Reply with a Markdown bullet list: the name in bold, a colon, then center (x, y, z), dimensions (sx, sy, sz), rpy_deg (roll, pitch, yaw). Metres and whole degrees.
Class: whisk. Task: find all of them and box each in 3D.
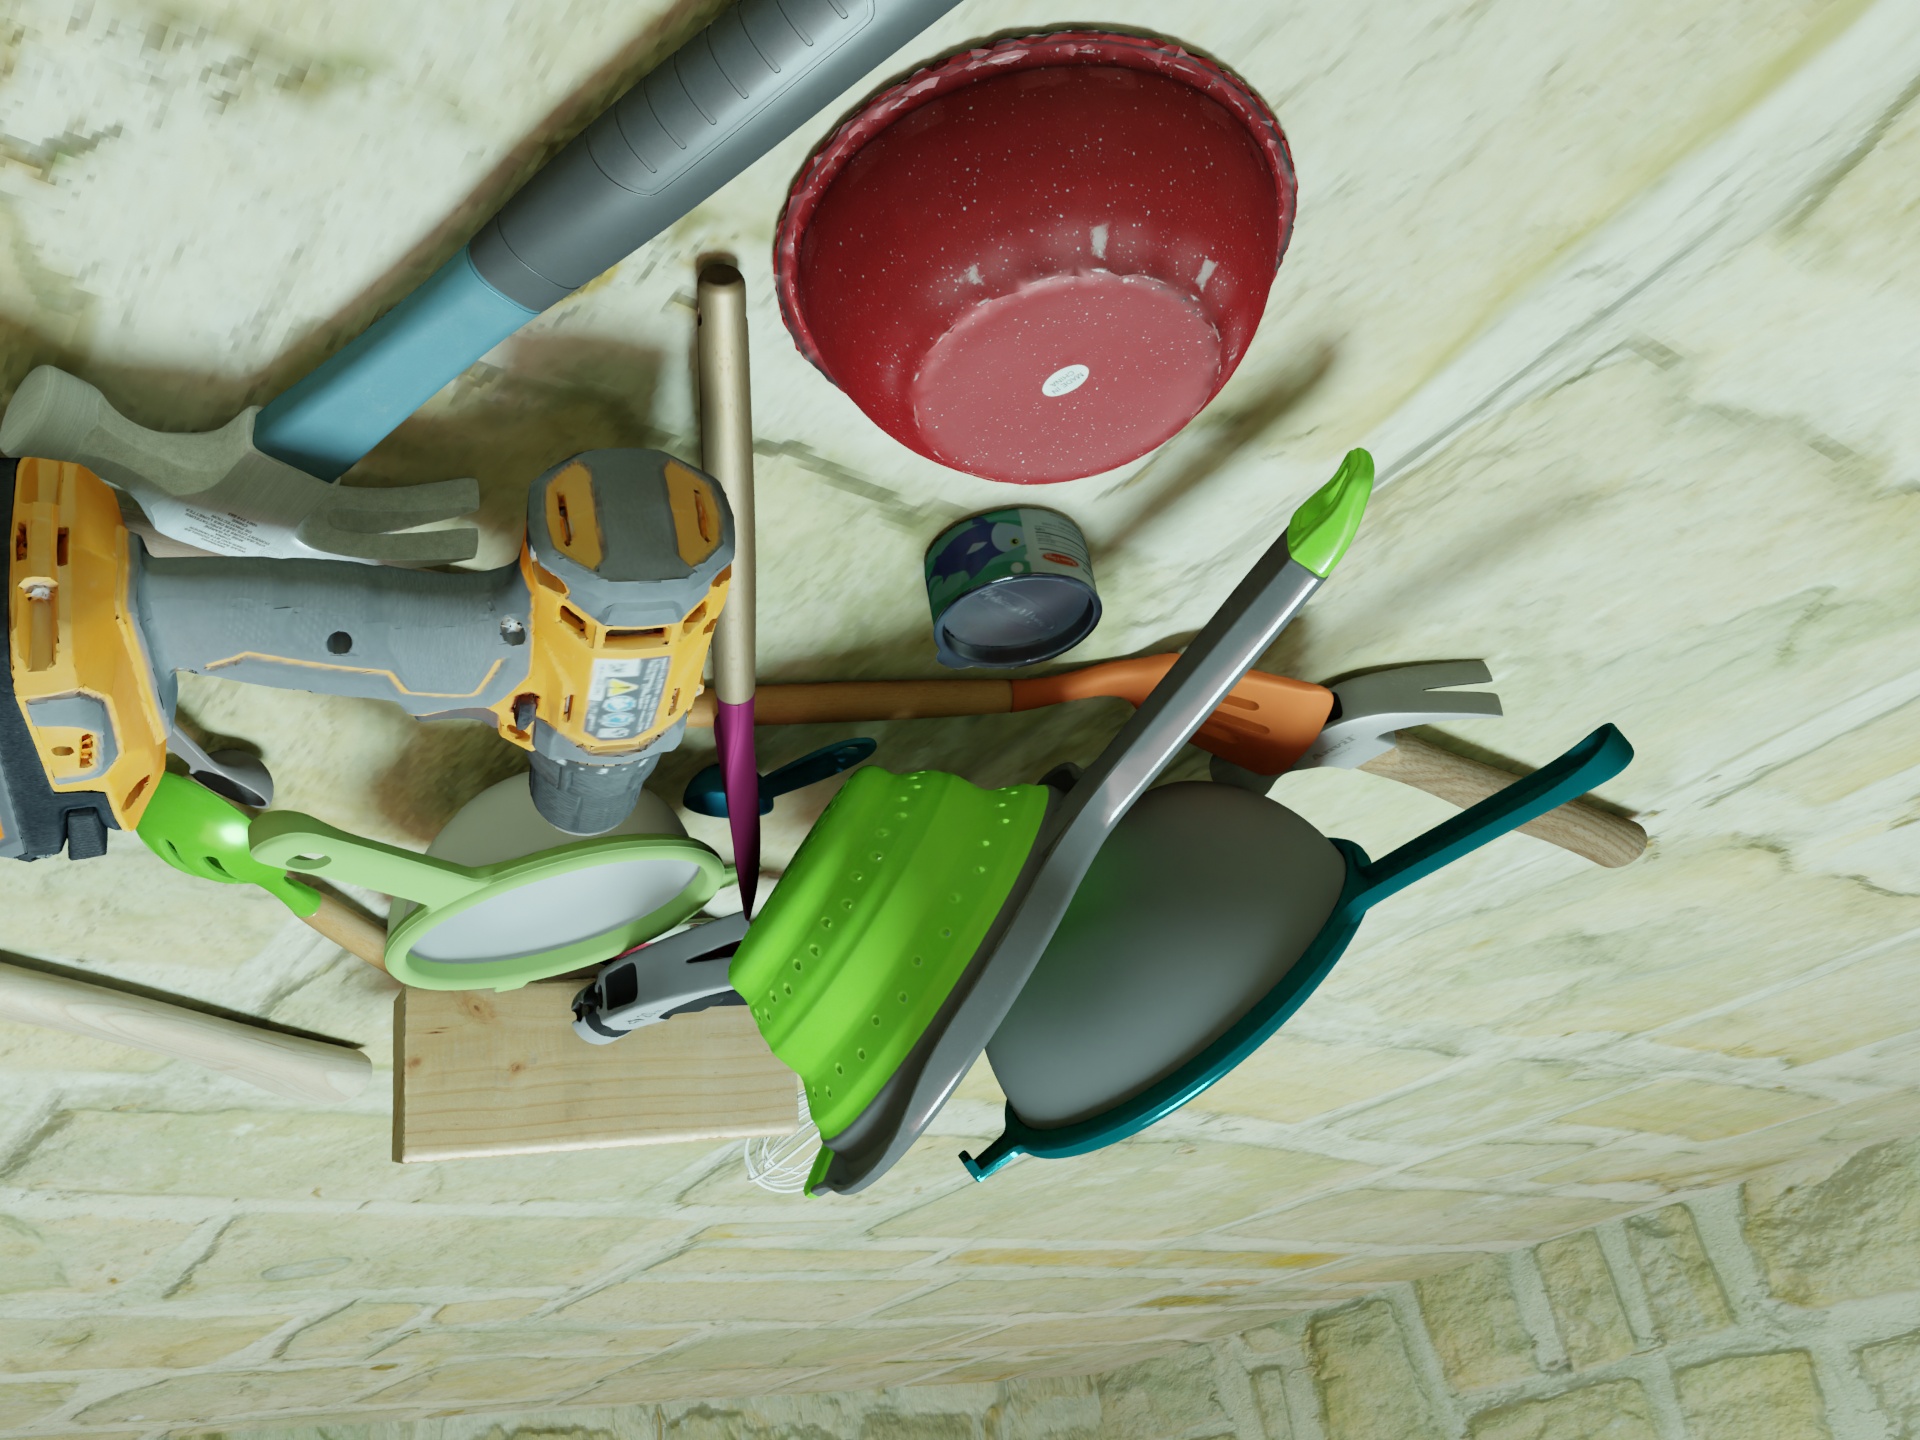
- **whisk**: center (-0.037, 0.214, 0.999), dimensions (0.246, 0.058, 0.059), rpy_deg (-38, -179, 4)

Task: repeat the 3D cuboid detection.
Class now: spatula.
- **spatula**: center (-0.001, -0.002, 0.694), dimensions (0.322, 0.041, 0.081), rpy_deg (-2, 151, -11)

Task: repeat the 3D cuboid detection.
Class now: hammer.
- **hammer**: center (-0.025, 0.139, 0.856), dimensions (0.334, 0.035, 0.146), rpy_deg (5, 156, -34)
- **hammer**: center (0.286, 0.037, 0.862), dimensions (0.331, 0.031, 0.130), rpy_deg (17, 142, -40)
- **hammer**: center (-0.116, -0.130, 0.436), dimensions (0.331, 0.033, 0.128), rpy_deg (-27, 146, 28)
- **hammer**: center (-0.465, 0.144, 0.824), dimensions (0.146, 0.038, 0.410), rpy_deg (-23, 149, 20)

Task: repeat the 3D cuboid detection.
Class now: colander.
- **colander**: center (0.008, 0.031, 0.629), dimensions (0.094, 0.205, 0.397), rpy_deg (33, 123, -4)

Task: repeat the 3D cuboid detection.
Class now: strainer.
- **strainer**: center (-0.205, 0.050, 0.670), dimensions (0.151, 0.069, 0.256), rpy_deg (-26, 158, 12)
- **strainer**: center (0.119, 0.064, 0.699), dimensions (0.095, 0.211, 0.340), rpy_deg (49, 126, -5)

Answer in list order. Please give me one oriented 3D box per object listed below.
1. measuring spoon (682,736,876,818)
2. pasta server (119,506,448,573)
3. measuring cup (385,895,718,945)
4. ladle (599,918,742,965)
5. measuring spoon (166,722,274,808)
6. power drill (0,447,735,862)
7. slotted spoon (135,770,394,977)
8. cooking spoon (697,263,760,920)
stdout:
- **measuring spoon**: center (-0.079, 0.019, 0.708), dimensions (0.042, 0.021, 0.128), rpy_deg (17, 153, -38)
- **pasta server**: center (-0.278, -0.059, 0.510), dimensions (0.316, 0.040, 0.060), rpy_deg (10, 107, -35)
- **measuring cup**: center (-0.208, 0.098, 0.819), dimensions (0.167, 0.038, 0.083), rpy_deg (-3, 151, -16)
- **ladle**: center (-0.088, 0.140, 0.943), dimensions (0.315, 0.031, 0.069), rpy_deg (13, 147, -38)
- **measuring spoon**: center (-0.310, -0.001, 0.629), dimensions (0.034, 0.018, 0.124), rpy_deg (11, 151, 18)
- **power drill**: center (-0.195, -0.010, 0.511), dimensions (0.226, 0.084, 0.185), rpy_deg (-4, 151, -21)
- **slotted spoon**: center (-0.312, 0.100, 0.795), dimensions (0.070, 0.031, 0.313), rpy_deg (11, 158, 14)
- **cooking spoon**: center (-0.083, -0.028, 0.587), dimensions (0.017, 0.069, 0.318), rpy_deg (-7, 141, -12)
